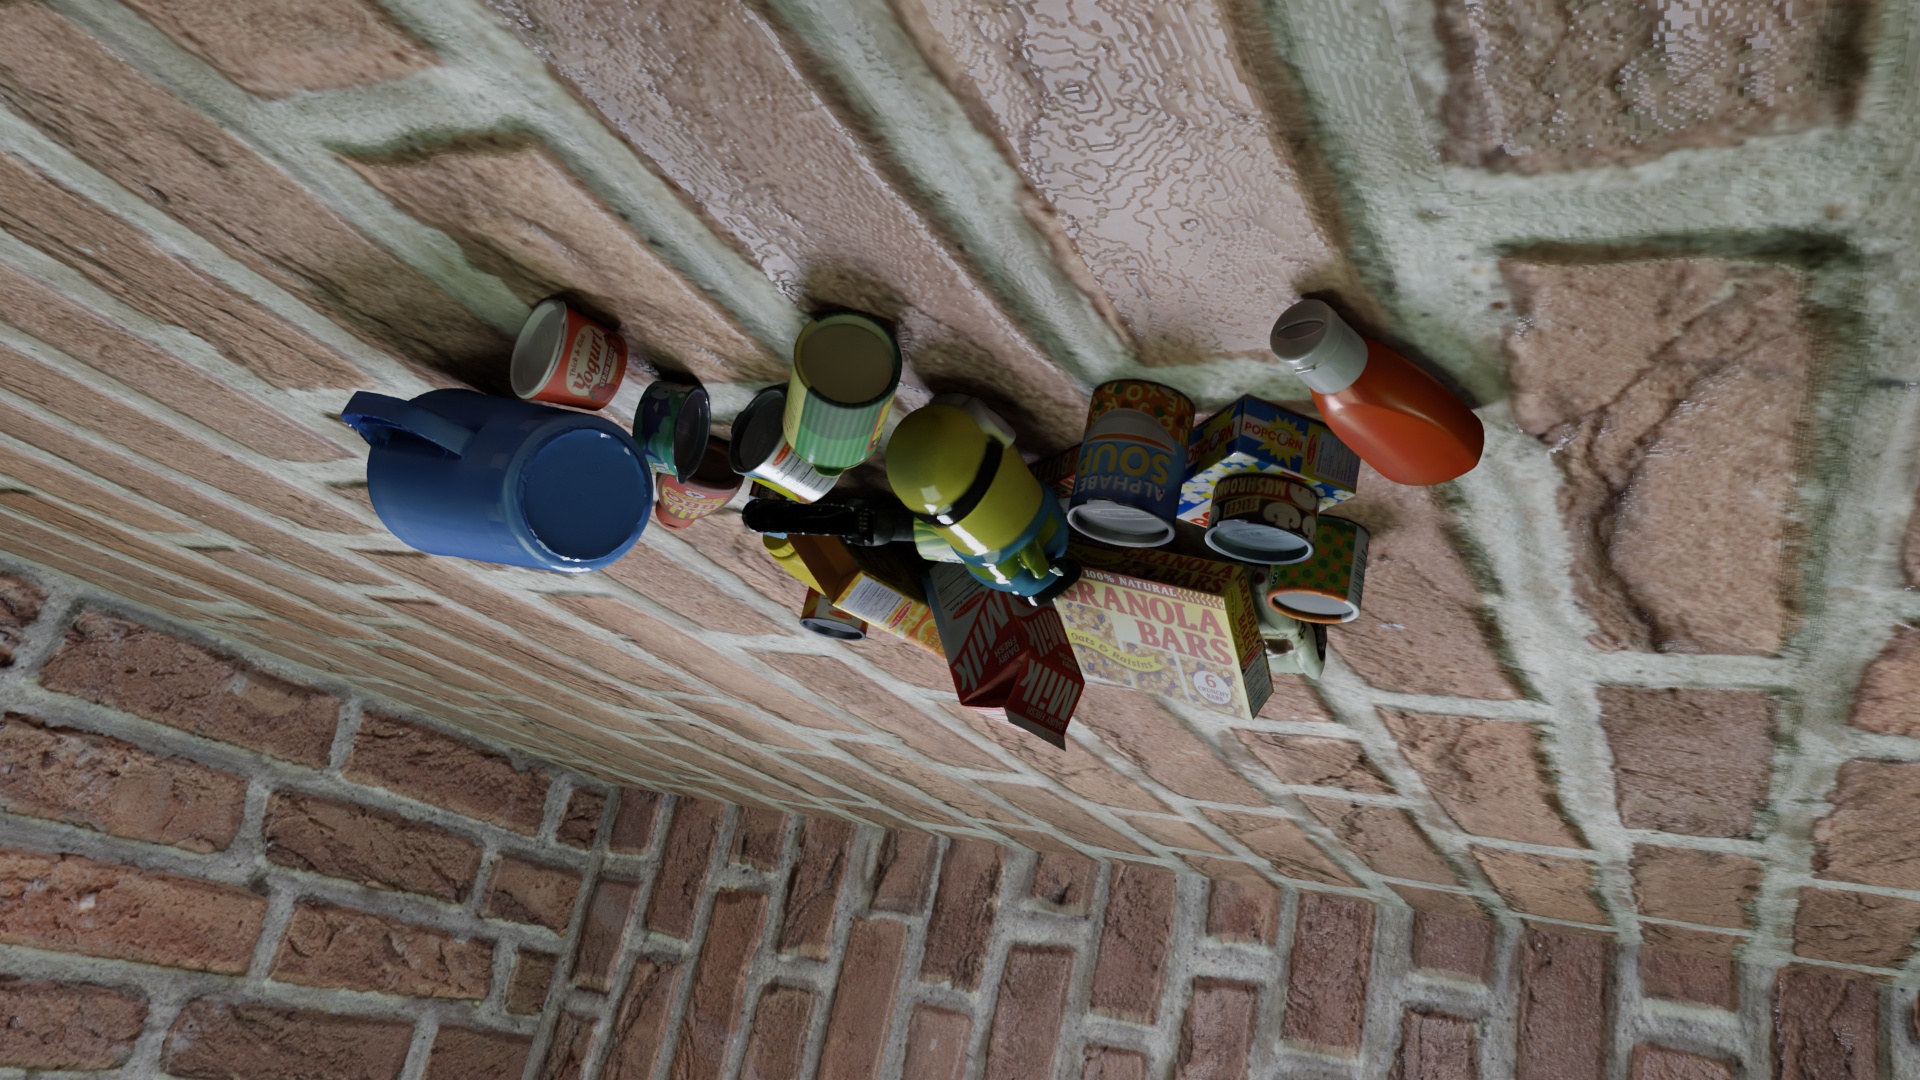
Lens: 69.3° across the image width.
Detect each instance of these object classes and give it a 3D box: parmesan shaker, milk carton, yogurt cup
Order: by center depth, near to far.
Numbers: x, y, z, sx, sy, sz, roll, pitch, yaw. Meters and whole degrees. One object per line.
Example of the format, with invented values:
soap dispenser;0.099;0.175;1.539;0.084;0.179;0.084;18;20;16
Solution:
parmesan shaker;-0.075;-0.089;0.866;0.071;0.071;0.102;15;161;-6
yogurt cup;-0.257;-0.119;0.918;0.054;0.072;0.072;19;162;-41
milk carton;0.035;0.078;1.083;0.073;0.191;0.072;-40;133;21

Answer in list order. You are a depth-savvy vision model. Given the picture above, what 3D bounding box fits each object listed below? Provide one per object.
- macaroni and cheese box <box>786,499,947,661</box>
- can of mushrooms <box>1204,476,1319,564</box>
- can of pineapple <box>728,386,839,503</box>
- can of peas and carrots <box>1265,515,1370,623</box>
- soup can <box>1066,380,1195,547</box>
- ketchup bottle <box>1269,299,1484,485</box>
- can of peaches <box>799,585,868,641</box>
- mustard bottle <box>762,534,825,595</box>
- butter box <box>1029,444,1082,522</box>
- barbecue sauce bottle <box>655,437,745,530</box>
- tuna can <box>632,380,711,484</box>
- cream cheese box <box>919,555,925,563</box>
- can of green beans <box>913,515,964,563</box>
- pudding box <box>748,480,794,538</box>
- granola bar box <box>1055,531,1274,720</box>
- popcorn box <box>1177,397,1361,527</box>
macaroni and cheese box;-0.061;0.034;1.161;0.166;0.040;0.124;30;-166;-43
can of mushrooms;0.184;-0.013;0.851;0.071;0.033;0.071;12;162;4
can of pineapple;-0.120;-0.067;0.974;0.058;0.071;0.071;28;156;-37
can of peas and carrots;0.251;0.021;0.987;0.071;0.059;0.070;12;160;4
soup can;0.104;-0.048;0.849;0.071;0.084;0.071;11;161;4
ketchup bottle;0.221;-0.078;0.747;0.064;0.044;0.148;-8;152;44
can of peaches;-0.118;0.060;1.345;0.071;0.058;0.071;11;161;4
mustard bottle;-0.127;0.011;1.223;0.065;0.049;0.160;2;158;36
butter box;0.086;-0.040;0.974;0.053;0.024;0.103;21;160;-23
barbecue sauce bottle;-0.221;-0.043;1.138;0.065;0.044;0.148;17;161;-17
tuna can;-0.206;-0.077;0.989;0.033;0.071;0.071;10;161;10
cream cheese box;0.019;0.026;1.208;0.104;0.024;0.053;28;156;-37
can of green beans;0.004;-0.015;1.035;0.058;0.071;0.071;6;160;21
pudding box;-0.145;-0.038;1.093;0.030;0.050;0.083;15;161;-1
granola bar box;0.153;0.064;1.077;0.165;0.039;0.123;12;134;41
popcorn box;0.183;-0.041;0.885;0.085;0.038;0.126;19;160;-14
